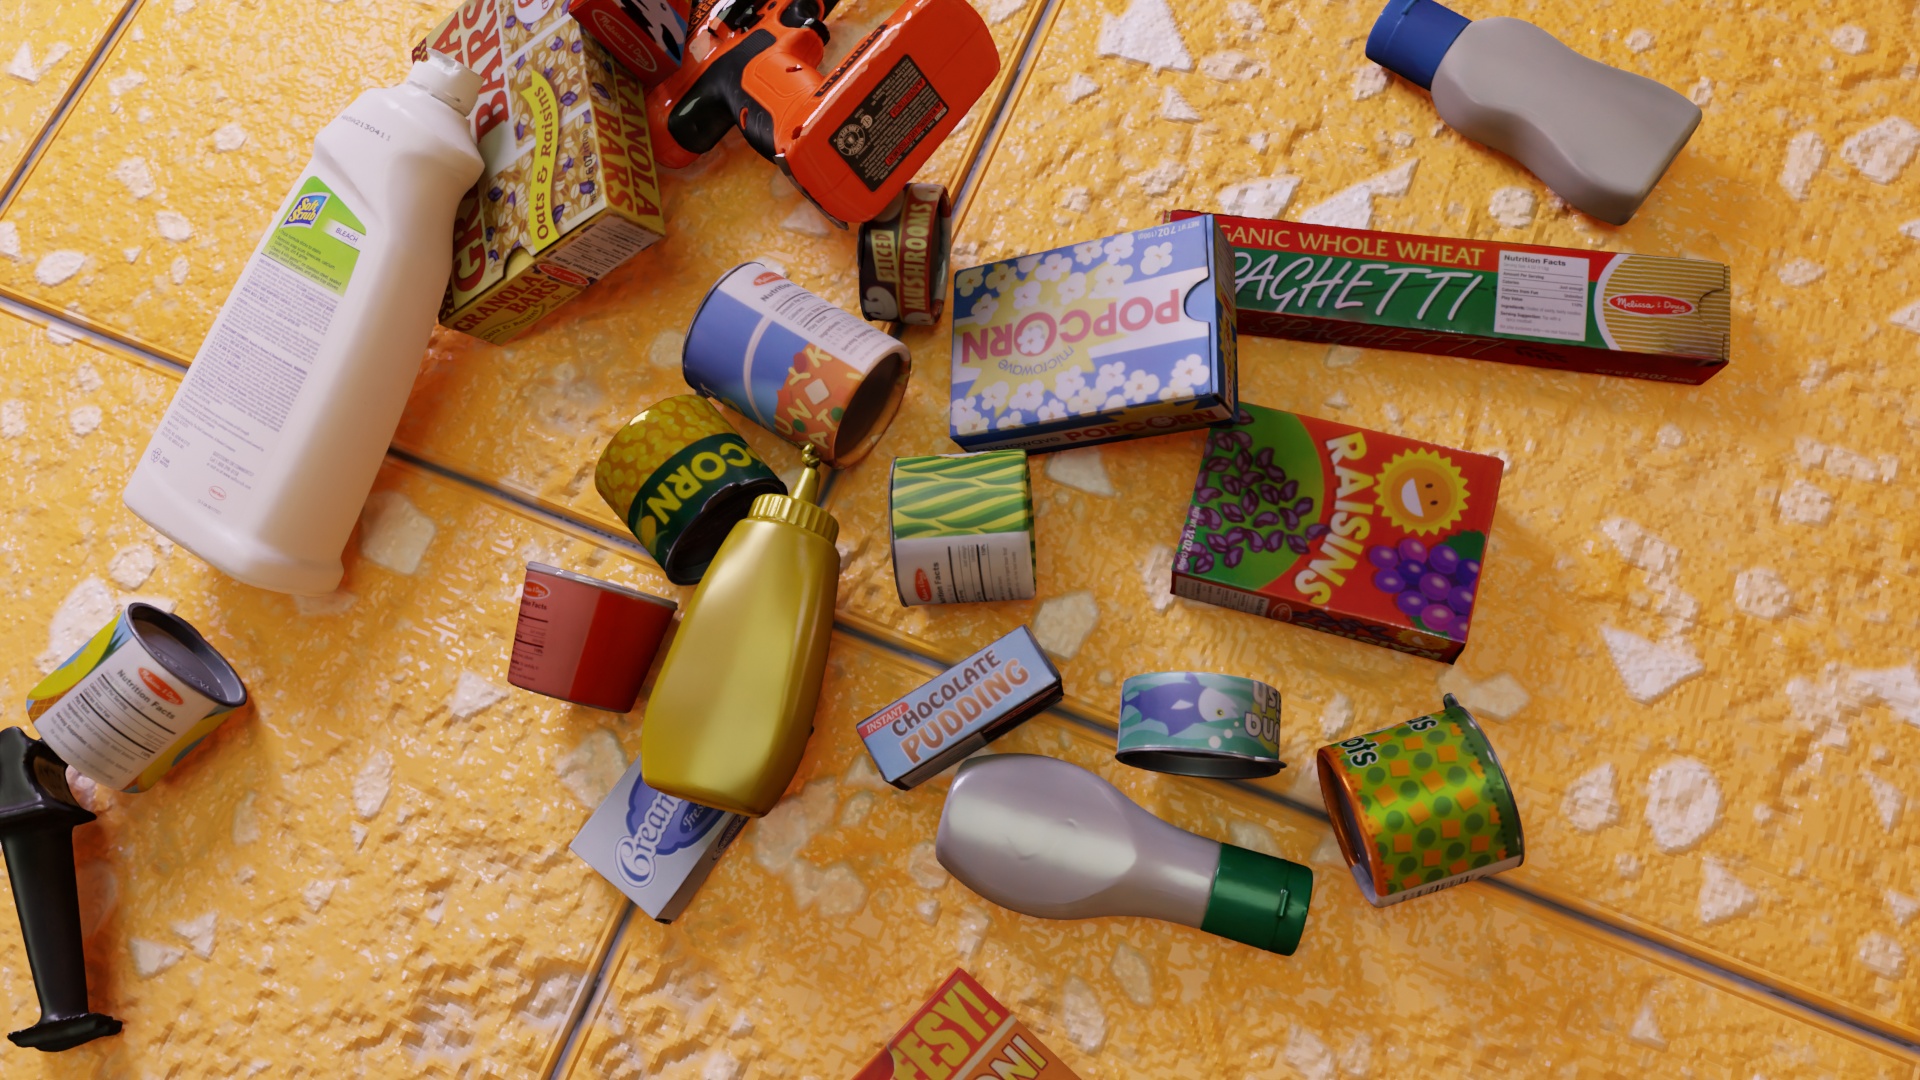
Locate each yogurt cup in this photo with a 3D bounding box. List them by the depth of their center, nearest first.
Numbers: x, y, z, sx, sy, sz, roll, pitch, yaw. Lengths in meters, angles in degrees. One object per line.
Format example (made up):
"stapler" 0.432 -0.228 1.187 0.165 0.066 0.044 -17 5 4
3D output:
"yogurt cup" -0.164 0.043 0.610 0.072 0.072 0.054 14 83 11

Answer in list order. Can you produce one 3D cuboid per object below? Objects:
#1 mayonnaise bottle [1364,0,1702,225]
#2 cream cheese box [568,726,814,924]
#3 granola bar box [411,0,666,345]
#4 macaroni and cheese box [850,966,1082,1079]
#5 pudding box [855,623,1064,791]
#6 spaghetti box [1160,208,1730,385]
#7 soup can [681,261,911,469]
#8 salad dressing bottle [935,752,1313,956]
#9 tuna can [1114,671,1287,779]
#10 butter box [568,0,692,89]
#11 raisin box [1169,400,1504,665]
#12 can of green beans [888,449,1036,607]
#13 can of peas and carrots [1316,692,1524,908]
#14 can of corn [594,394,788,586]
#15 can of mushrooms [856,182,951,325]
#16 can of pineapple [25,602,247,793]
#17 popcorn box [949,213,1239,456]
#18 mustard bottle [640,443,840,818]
"mayonnaise bottle" 0.263 -0.210 0.652 0.148 0.041 0.065 36 78 17
"cream cheese box" -0.116 0.107 0.603 0.053 0.024 0.104 33 79 17
"granola bar box" -0.210 -0.197 0.678 0.124 0.039 0.166 -24 68 29
"macaroni and cheese box" 0.020 0.254 0.498 0.167 0.040 0.124 39 43 16
"pudding box" 0.002 0.072 0.587 0.084 0.049 0.030 -31 73 -3
"spaghetti box" 0.212 -0.112 0.632 0.250 0.028 0.050 8 74 9
"soup can" -0.075 -0.077 0.638 0.084 0.071 0.071 31 79 14
"salad dressing bottle" 0.066 0.130 0.565 0.148 0.044 0.064 15 74 10
"tuna can" 0.099 0.076 0.564 0.071 0.071 0.033 4 73 8
"butter box" -0.155 -0.270 0.668 0.024 0.053 0.104 -22 50 27
"raisin box" 0.160 -0.005 0.599 0.123 0.040 0.086 14 74 12
"can of green beans" 0.002 -0.006 0.603 0.058 0.071 0.071 -4 72 5
"can of peas and carrots" 0.178 0.102 0.547 0.059 0.070 0.071 -18 71 2
"can of corn" -0.121 -0.024 0.622 0.071 0.071 0.058 -41 72 -7
"can of mushrooms" -0.026 -0.133 0.646 0.033 0.071 0.071 7 73 7
"can of pineapple" -0.369 0.070 0.626 0.058 0.071 0.071 -44 73 -7
"popcorn box" 0.058 -0.087 0.617 0.126 0.038 0.085 -7 69 27
"mustard bottle" -0.082 0.033 0.585 0.065 0.048 0.161 14 71 9
